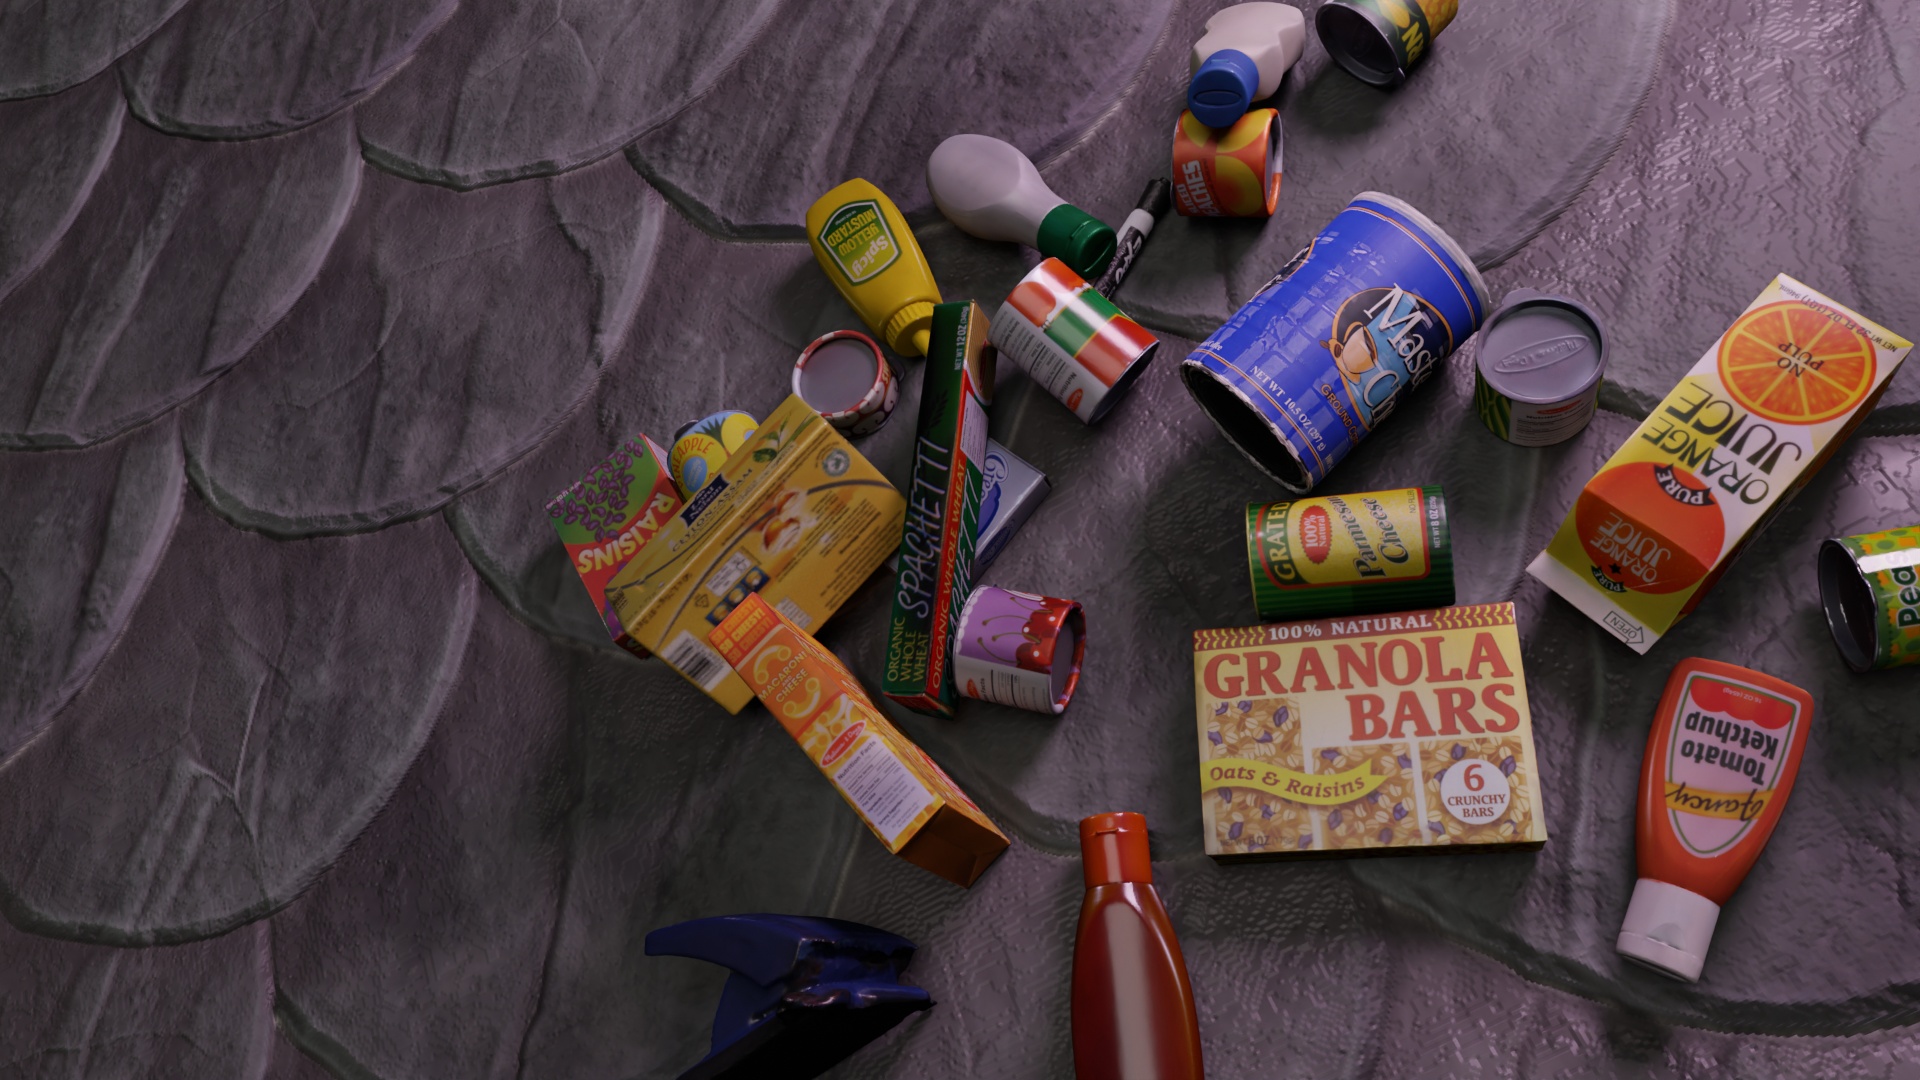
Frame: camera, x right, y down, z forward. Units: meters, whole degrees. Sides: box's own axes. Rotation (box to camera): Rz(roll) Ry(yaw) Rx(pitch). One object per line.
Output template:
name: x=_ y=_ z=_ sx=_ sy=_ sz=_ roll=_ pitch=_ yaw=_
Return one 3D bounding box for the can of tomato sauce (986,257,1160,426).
can of tomato sauce: x=0.069 y=-0.121 z=0.840 sx=0.083 sy=0.071 sz=0.071 roll=41 pitch=86 yaw=8

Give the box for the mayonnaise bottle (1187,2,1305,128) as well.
mayonnaise bottle: x=0.172 y=-0.295 z=0.859 sx=0.065 sy=0.041 sz=0.149 roll=6 pitch=35 yaw=20

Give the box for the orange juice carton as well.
orange juice carton: x=0.379 y=-0.033 z=0.706 sx=0.193 sy=0.073 sz=0.072 roll=-47 pitch=62 yaw=-3

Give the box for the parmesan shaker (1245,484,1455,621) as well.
parmesan shaker: x=0.211 y=0.004 z=0.753 sx=0.103 sy=0.071 sz=0.071 roll=-6 pitch=67 yaw=17

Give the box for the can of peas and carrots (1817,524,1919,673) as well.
can of peas and carrots: x=0.452 y=0.025 z=0.659 sx=0.058 sy=0.071 sz=0.071 roll=-12 pitch=66 yaw=14

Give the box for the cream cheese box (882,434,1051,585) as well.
cream cheese box: x=0.003 y=-0.011 z=0.854 sx=0.053 sy=0.024 sz=0.104 roll=37 pitch=84 yaw=27

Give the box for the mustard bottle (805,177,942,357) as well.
mustard bottle: x=-0.047 y=-0.170 z=0.922 sx=0.065 sy=0.048 sz=0.161 roll=-34 pitch=62 yaw=5

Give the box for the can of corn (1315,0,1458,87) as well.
can of corn: x=0.268 y=-0.327 z=0.868 sx=0.058 sy=0.071 sz=0.071 roll=-46 pitch=62 yaw=-3

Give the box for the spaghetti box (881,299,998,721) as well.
spaghetti box: x=-0.009 y=-0.021 z=0.819 sx=0.028 sy=0.050 sz=0.251 roll=-2 pitch=68 yaw=22

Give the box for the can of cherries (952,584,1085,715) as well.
can of cherries: x=0.035 y=0.060 z=0.791 sx=0.058 sy=0.071 sz=0.071 roll=9 pitch=72 yaw=22

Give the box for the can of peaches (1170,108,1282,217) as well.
can of peaches: x=0.166 y=-0.233 z=0.864 sx=0.058 sy=0.071 sz=0.071 roll=6 pitch=71 yaw=20

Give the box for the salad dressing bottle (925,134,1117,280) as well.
salad dressing bottle: x=0.039 y=-0.216 z=0.904 sx=0.064 sy=0.044 sz=0.148 roll=-49 pitch=55 yaw=-2

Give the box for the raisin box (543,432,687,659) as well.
raisin box: x=-0.210 y=0.003 z=0.914 sx=0.086 sy=0.040 sz=0.124 roll=-36 pitch=61 yaw=1

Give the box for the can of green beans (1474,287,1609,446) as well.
can of green beans: x=0.316 y=-0.092 z=0.760 sx=0.071 sy=0.057 sz=0.071 roll=-7 pitch=67 yaw=17

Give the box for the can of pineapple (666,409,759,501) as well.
can of pineapple: x=-0.148 y=-0.041 z=0.893 sx=0.071 sy=0.071 sz=0.058 roll=-37 pitch=62 yaw=2

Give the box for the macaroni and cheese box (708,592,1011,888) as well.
macaroni and cheese box: x=-0.056 y=0.112 z=0.768 sx=0.040 sy=0.123 sz=0.167 roll=-45 pitch=62 yaw=-3

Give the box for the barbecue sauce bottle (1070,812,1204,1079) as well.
barbecue sauce bottle: x=0.087 y=0.218 z=0.722 sx=0.065 sy=0.043 sz=0.149 roll=-11 pitch=65 yaw=15

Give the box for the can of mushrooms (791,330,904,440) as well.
can of mushrooms: x=-0.074 y=-0.104 z=0.913 sx=0.071 sy=0.033 sz=0.071 roll=-7 pitch=66 yaw=17

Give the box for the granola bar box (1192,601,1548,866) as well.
granola bar box: x=0.210 y=0.103 z=0.729 sx=0.165 sy=0.039 sz=0.124 roll=-6 pitch=68 yaw=17

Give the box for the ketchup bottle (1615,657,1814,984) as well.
ketchup bottle: x=0.354 y=0.134 z=0.664 sx=0.065 sy=0.043 sz=0.149 roll=19 pitch=77 yaw=24
